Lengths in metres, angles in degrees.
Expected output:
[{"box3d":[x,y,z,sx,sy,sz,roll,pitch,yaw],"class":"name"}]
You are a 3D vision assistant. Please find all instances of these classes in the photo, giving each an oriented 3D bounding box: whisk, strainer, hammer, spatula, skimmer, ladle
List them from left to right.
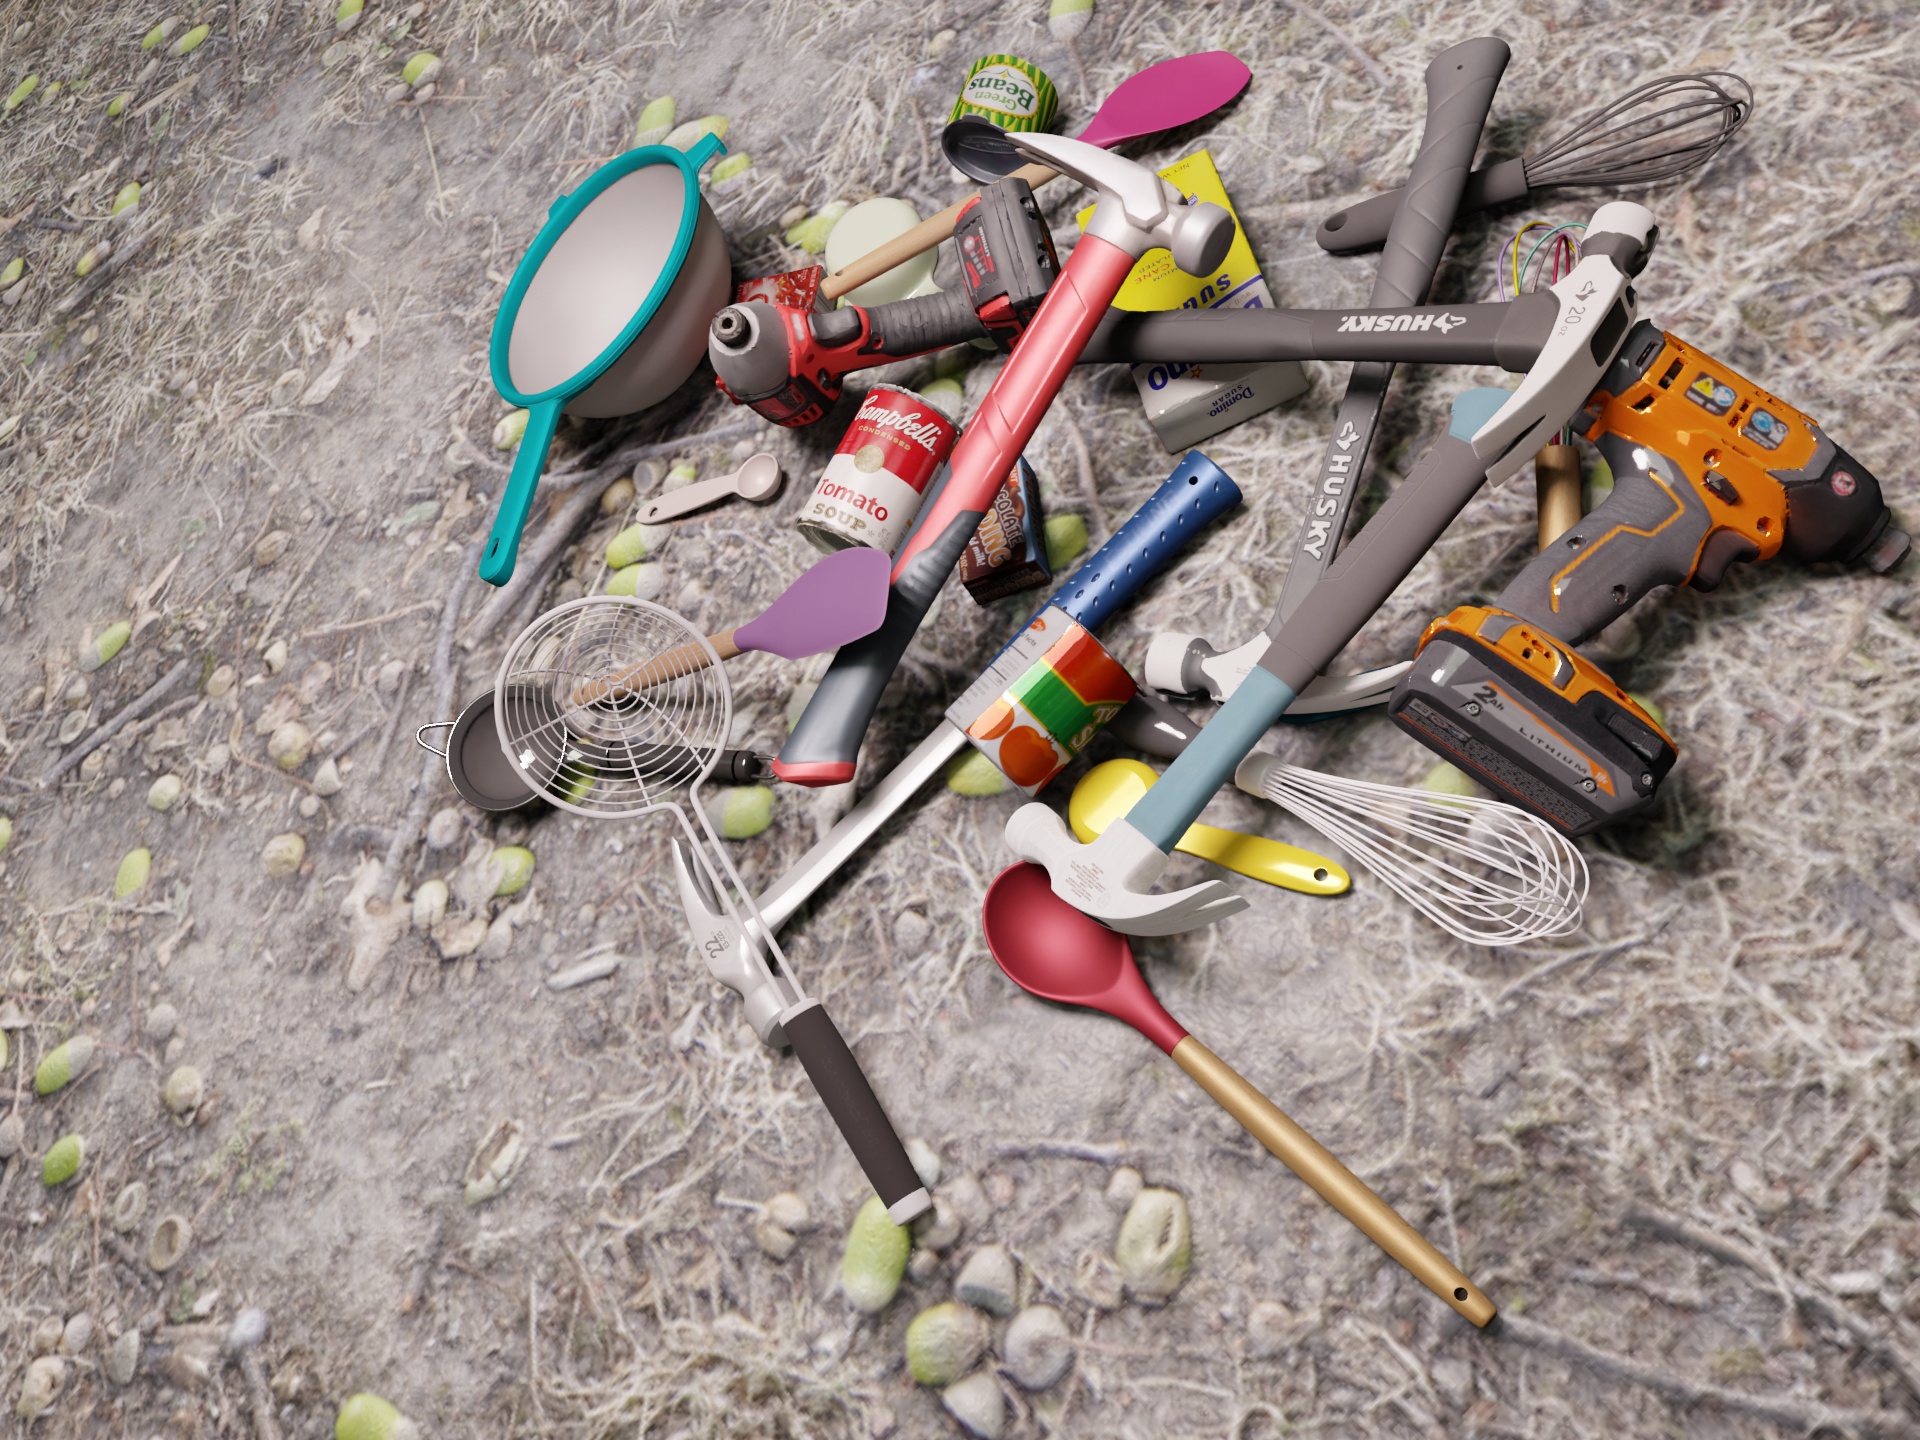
[{"box3d":[-0.229,0.024,1.013,0.258,0.050,0.087,4,74,22],"class":"strainer"},{"box3d":[-0.247,-0.235,1.114,0.211,0.095,0.340,-2,67,41],"class":"strainer"},{"box3d":[-0.145,-0.045,0.949,0.316,0.018,0.060,-15,62,45],"class":"spatula"},{"box3d":[-0.122,0.099,0.833,0.127,0.090,0.363,-32,72,-1],"class":"skimmer"},{"box3d":[-0.007,-0.138,0.886,0.143,0.038,0.386,33,96,24],"class":"hammer"},{"box3d":[-0.001,-0.003,0.913,0.405,0.035,0.144,-44,55,1],"class":"hammer"},{"box3d":[0.126,0.173,0.768,0.316,0.031,0.069,40,89,33],"class":"ladle"},{"box3d":[0.164,-0.031,0.785,0.331,0.033,0.128,-50,45,2],"class":"hammer"},{"box3d":[0.176,-0.198,0.835,0.335,0.035,0.146,13,67,43],"class":"hammer"},{"box3d":[0.177,0.039,0.796,0.285,0.070,0.070,25,79,39],"class":"whisk"},{"box3d":[0.229,-0.192,0.862,0.149,0.036,0.409,12,77,37],"class":"hammer"},{"box3d":[0.318,-0.311,0.901,0.239,0.055,0.055,-11,62,27],"class":"whisk"},{"box3d":[0.315,-0.158,0.831,0.051,0.047,0.245,-10,66,36],"class":"whisk"}]

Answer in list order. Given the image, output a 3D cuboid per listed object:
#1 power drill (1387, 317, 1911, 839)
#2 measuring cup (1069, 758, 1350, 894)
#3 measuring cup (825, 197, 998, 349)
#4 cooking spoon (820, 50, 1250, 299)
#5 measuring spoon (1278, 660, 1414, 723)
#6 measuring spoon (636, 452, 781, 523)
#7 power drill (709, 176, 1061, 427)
[{"box3d":[0.324,-0.059,0.741,0.164,0.084,0.226,35,81,10],"class":"power drill"},{"box3d":[0.125,0.059,0.822,0.157,0.029,0.062,16,74,33],"class":"measuring cup"},{"box3d":[-0.030,-0.299,1.072,0.083,0.038,0.168,-46,56,0],"class":"measuring cup"},{"box3d":[0.049,-0.356,1.038,0.319,0.017,0.069,-30,55,-6],"class":"cooking spoon"},{"box3d":[0.223,-0.024,0.819,0.128,0.021,0.042,-18,59,18],"class":"measuring spoon"},{"box3d":[-0.171,-0.152,1.089,0.124,0.018,0.034,-12,61,29],"class":"measuring spoon"},{"box3d":[-0.046,-0.249,0.984,0.219,0.143,0.078,-16,82,11],"class":"power drill"}]
